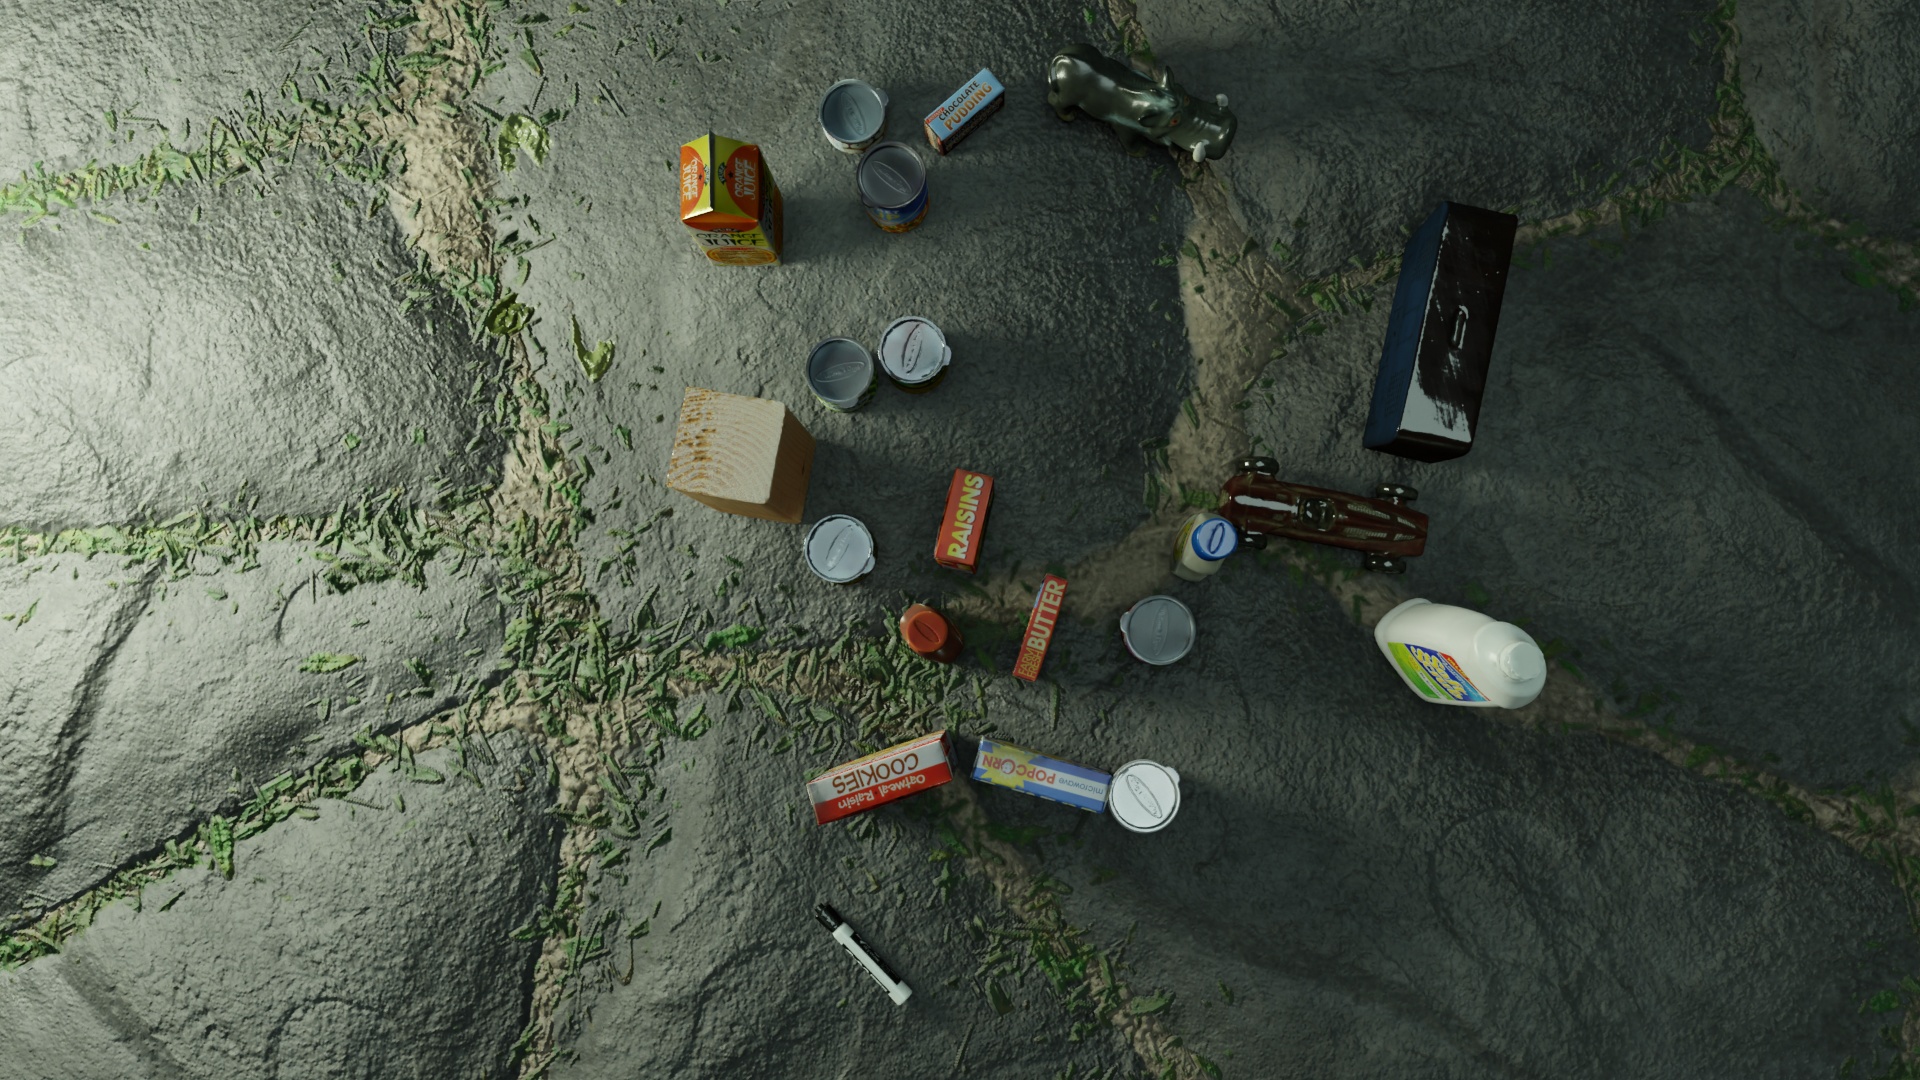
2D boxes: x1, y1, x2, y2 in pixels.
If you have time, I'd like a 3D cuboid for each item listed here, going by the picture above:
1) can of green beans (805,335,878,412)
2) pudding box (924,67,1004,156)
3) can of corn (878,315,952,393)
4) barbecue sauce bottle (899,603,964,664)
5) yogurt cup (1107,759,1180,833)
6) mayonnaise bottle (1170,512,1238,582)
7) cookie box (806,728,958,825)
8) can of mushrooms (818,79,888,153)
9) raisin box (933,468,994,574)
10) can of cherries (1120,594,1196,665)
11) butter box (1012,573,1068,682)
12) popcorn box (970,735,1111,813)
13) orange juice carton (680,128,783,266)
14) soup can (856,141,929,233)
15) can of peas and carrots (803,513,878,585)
[{"bbox_3d":[-0.115,-0.161,1.354,0.071,0.058,0.071,0,85,1],"label":"can of green beans"},{"bbox_3d":[0.004,-0.426,1.380,0.084,0.049,0.030,-40,85,-2],"label":"pudding box"},{"bbox_3d":[-0.042,-0.179,1.354,0.071,0.058,0.071,0,85,1],"label":"can of corn"},{"bbox_3d":[-0.028,0.086,1.284,0.065,0.148,0.043,41,87,4],"label":"barbecue sauce bottle"},{"bbox_3d":[0.171,0.239,1.313,0.072,0.054,0.072,0,85,1],"label":"yogurt cup"},{"bbox_3d":[0.226,0.003,1.286,0.041,0.148,0.065,20,86,3],"label":"mayonnaise bottle"},{"bbox_3d":[-0.066,0.214,1.264,0.123,0.167,0.040,-19,85,0],"label":"cookie box"},{"bbox_3d":[-0.105,-0.425,1.391,0.071,0.033,0.071,0,85,1],"label":"can of mushrooms"},{"bbox_3d":[0.005,-0.016,1.305,0.040,0.123,0.086,14,86,2],"label":"raisin box"},{"bbox_3d":[0.185,0.085,1.325,0.071,0.058,0.071,0,85,1],"label":"can of cherries"},{"bbox_3d":[0.076,0.084,1.330,0.024,0.053,0.103,18,86,3],"label":"butter box"},{"bbox_3d":[0.075,0.219,1.301,0.127,0.085,0.038,15,86,3],"label":"popcorn box"},{"bbox_3d":[-0.216,-0.317,1.303,0.073,0.192,0.072,0,85,1],"label":"orange juice carton"},{"bbox_3d":[-0.066,-0.342,1.357,0.071,0.083,0.071,0,85,1],"label":"soup can"},{"bbox_3d":[-0.112,0.011,1.338,0.071,0.058,0.071,0,85,1],"label":"can of peas and carrots"}]
